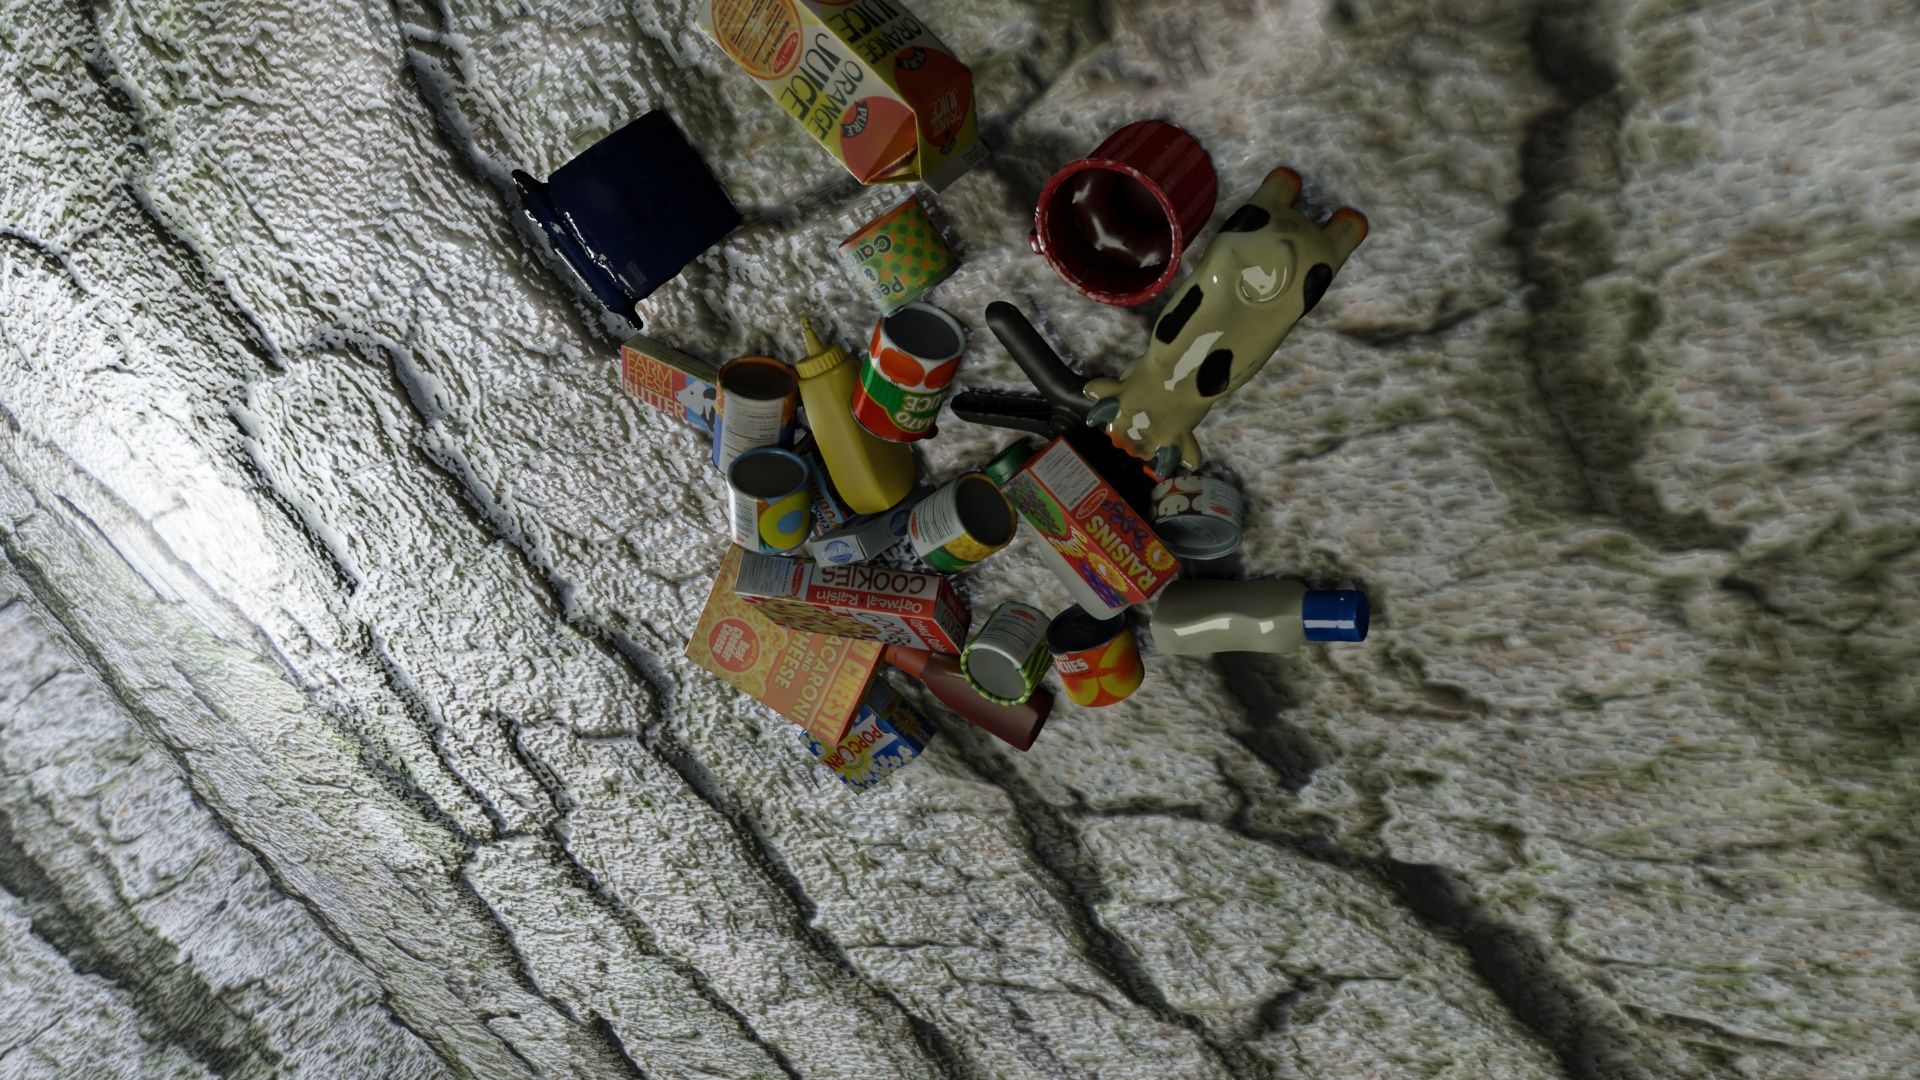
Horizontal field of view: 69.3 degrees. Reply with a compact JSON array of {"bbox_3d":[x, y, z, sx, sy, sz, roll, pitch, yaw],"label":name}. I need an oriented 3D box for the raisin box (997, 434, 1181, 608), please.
[{"bbox_3d":[0.090,-0.011,0.977,0.123,0.040,0.086,47,166,-2],"label":"raisin box"}]

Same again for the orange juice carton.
[{"bbox_3d":[-0.067,-0.300,0.883,0.192,0.072,0.072,43,138,-3],"label":"orange juice carton"}]

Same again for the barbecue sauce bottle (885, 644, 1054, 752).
[{"bbox_3d":[0.006,0.124,1.208,0.149,0.044,0.064,29,136,13],"label":"barbecue sauce bottle"}]

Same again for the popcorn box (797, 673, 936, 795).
[{"bbox_3d":[-0.091,0.186,1.332,0.085,0.038,0.126,45,137,-4],"label":"popcorn box"}]

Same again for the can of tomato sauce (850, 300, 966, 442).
[{"bbox_3d":[-0.037,-0.122,1.014,0.071,0.071,0.082,33,136,8],"label":"can of tomato sauce"}]

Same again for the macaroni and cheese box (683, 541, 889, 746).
[{"bbox_3d":[-0.153,0.090,1.257,0.166,0.040,0.123,29,108,11],"label":"macaroni and cheese box"}]

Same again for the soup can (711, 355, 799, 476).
[{"bbox_3d":[-0.166,-0.100,1.125,0.071,0.072,0.083,26,132,15],"label":"soup can"}]

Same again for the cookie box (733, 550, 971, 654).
[{"bbox_3d":[-0.085,0.051,1.144,0.167,0.040,0.122,7,164,13],"label":"cookie box"}]

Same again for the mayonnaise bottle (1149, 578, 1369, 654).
[{"bbox_3d":[0.214,0.054,0.992,0.148,0.065,0.041,-2,123,32],"label":"mayonnaise bottle"}]

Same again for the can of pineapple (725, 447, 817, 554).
[{"bbox_3d":[-0.149,-0.032,1.096,0.071,0.071,0.057,22,135,19],"label":"can of pineapple"}]

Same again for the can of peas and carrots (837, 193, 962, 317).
[{"bbox_3d":[-0.043,-0.195,0.955,0.070,0.071,0.058,-21,111,43],"label":"can of peas and carrots"}]

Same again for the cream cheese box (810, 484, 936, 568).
[{"bbox_3d":[-0.066,-0.011,1.099,0.053,0.104,0.024,-10,107,40],"label":"cream cheese box"}]

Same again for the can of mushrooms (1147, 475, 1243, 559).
[{"bbox_3d":[0.162,-0.015,0.969,0.071,0.033,0.070,6,154,3],"label":"can of mushrooms"}]

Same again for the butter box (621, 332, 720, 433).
[{"bbox_3d":[-0.240,-0.133,1.179,0.103,0.024,0.052,24,135,16],"label":"butter box"}]

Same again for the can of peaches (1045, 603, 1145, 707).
[{"bbox_3d":[0.105,0.090,1.090,0.071,0.071,0.057,1,126,34],"label":"can of peaches"}]

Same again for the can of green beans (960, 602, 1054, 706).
[{"bbox_3d":[0.041,0.094,1.147,0.071,0.058,0.071,19,134,21],"label":"can of green beans"}]

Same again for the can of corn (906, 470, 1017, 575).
[{"bbox_3d":[0.004,-0.014,1.080,0.071,0.071,0.058,50,136,-10],"label":"can of corn"}]

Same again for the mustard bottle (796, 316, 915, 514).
[{"bbox_3d":[-0.089,-0.101,1.075,0.048,0.066,0.159,-11,111,36],"label":"mustard bottle"}]

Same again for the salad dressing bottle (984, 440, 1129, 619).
[{"bbox_3d":[0.077,-0.009,1.047,0.147,0.044,0.064,51,146,-10],"label":"salad dressing bottle"}]

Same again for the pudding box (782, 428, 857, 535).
[{"bbox_3d":[-0.107,-0.047,1.139,0.030,0.050,0.083,-6,121,36],"label":"pudding box"}]
